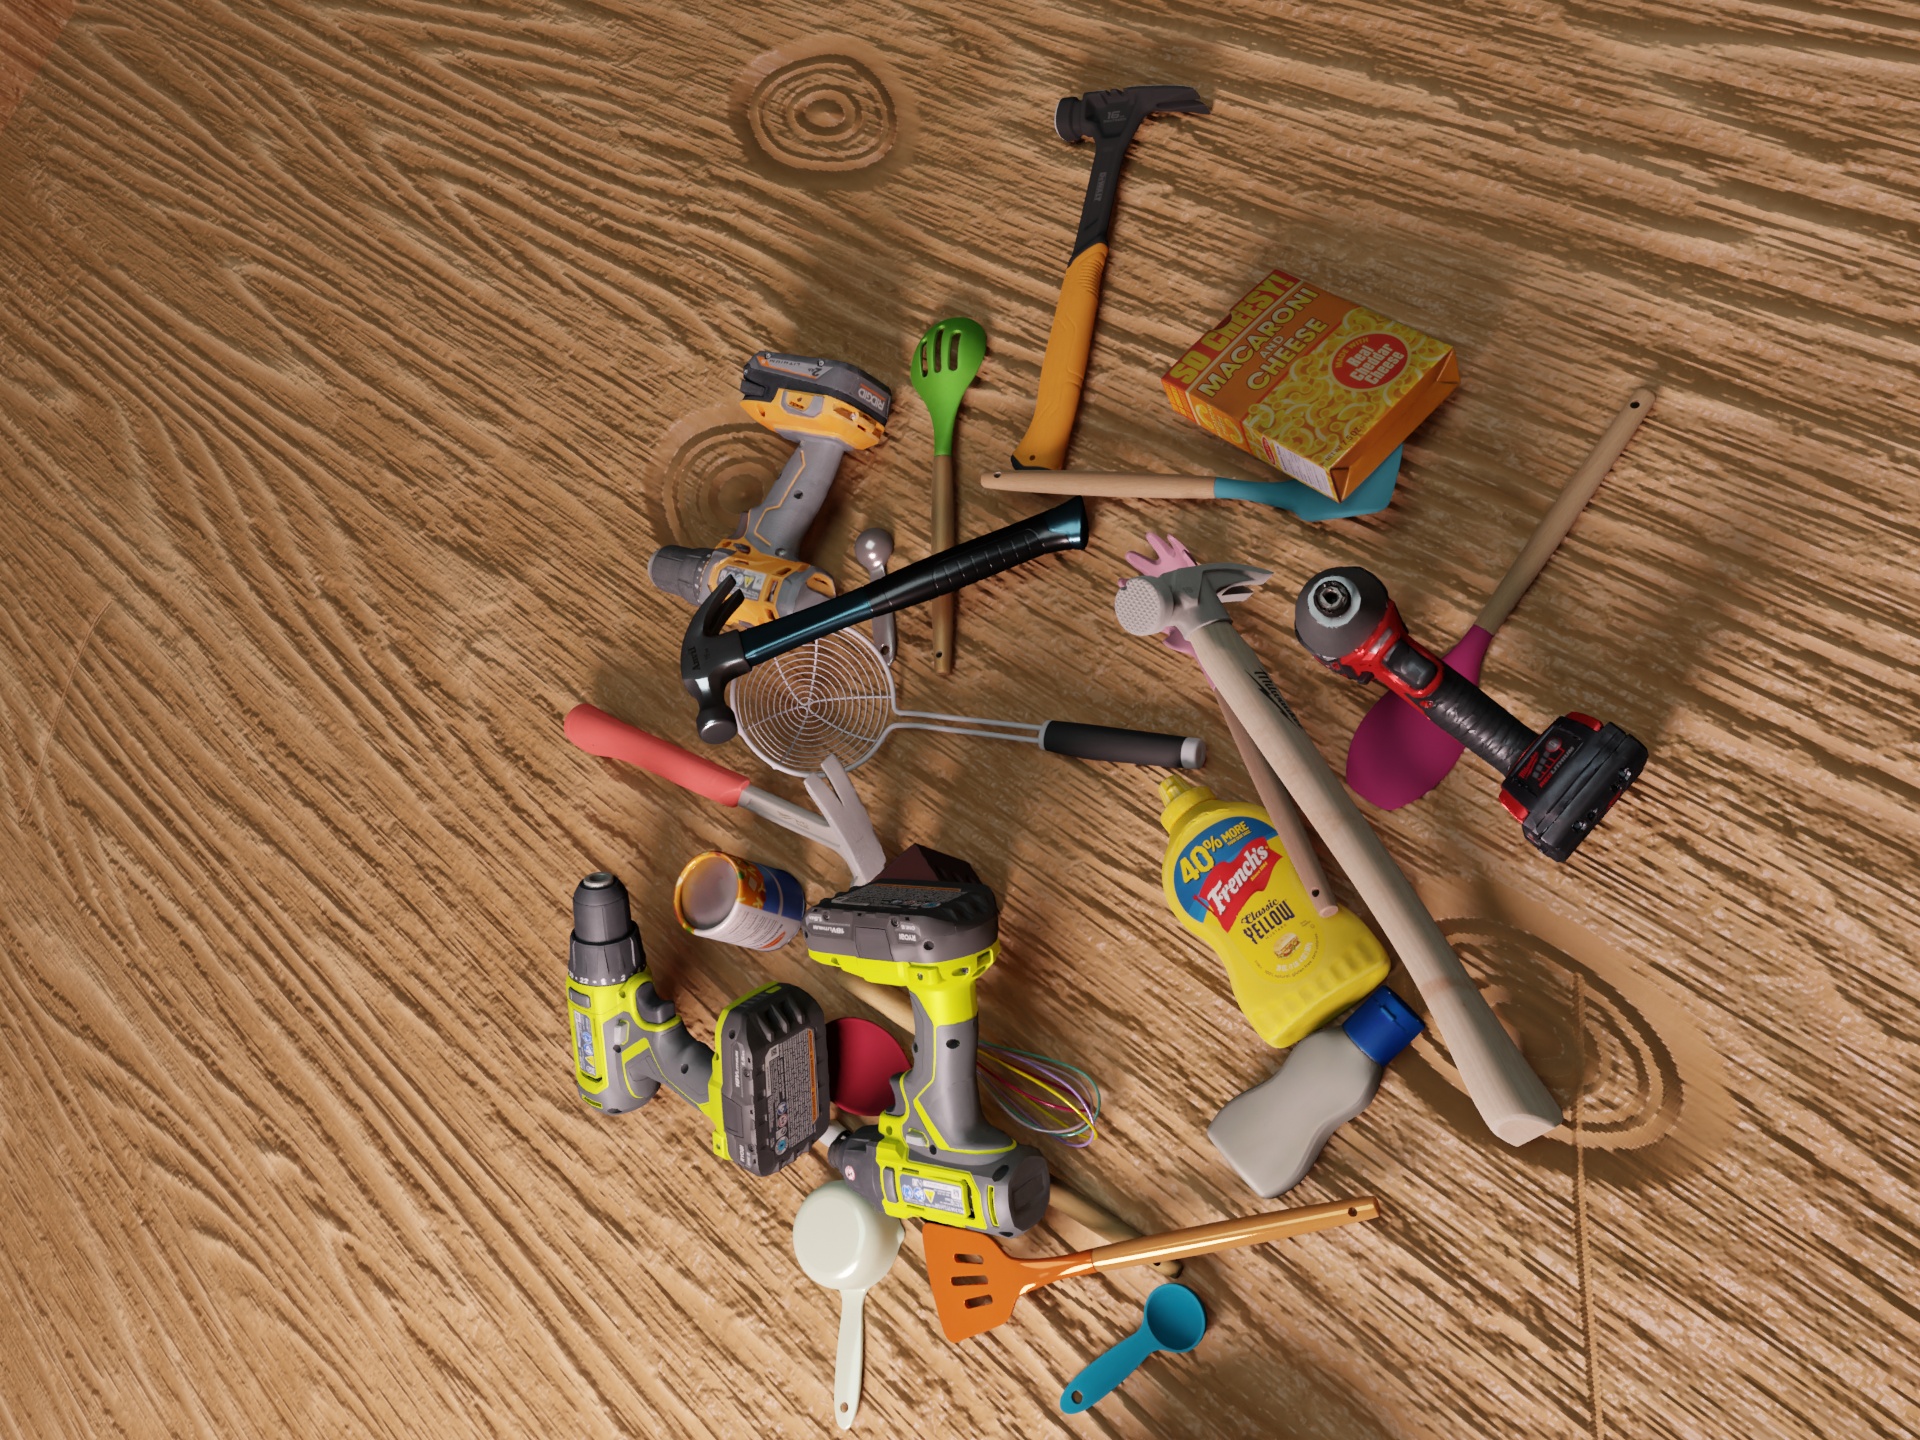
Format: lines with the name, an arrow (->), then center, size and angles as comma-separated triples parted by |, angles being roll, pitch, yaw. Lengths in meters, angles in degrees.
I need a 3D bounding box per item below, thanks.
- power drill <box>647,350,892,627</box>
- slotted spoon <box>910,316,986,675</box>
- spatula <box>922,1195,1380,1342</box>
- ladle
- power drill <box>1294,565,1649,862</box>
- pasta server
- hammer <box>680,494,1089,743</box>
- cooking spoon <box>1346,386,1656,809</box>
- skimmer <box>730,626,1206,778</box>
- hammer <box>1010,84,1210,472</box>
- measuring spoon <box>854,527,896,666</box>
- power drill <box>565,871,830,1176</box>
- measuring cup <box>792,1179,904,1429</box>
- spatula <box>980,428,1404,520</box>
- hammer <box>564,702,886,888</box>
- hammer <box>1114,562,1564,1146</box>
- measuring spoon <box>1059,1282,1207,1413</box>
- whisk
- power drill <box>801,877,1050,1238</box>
power drill -> -0.166, -0.189, 1.334 | 0.185, 0.084, 0.226 | 15, 87, 34
slotted spoon -> -0.012, -0.187, 1.275 | 0.070, 0.031, 0.314 | -8, 72, 27
spatula -> 0.112, 0.339, 1.021 | 0.322, 0.041, 0.081 | -19, 77, 22
ladle -> 0.019, 0.297, 1.104 | 0.316, 0.031, 0.069 | 25, 98, 31
power drill -> 0.297, -0.014, 0.962 | 0.220, 0.143, 0.078 | 41, 97, 21
pasta server -> 0.182, -0.004, 1.072 | 0.060, 0.040, 0.317 | -43, 47, 29
hammer -> -0.056, -0.094, 1.204 | 0.331, 0.033, 0.128 | -21, 57, 1
cooking spoon -> 0.355, -0.081, 1.037 | 0.069, 0.017, 0.319 | 36, 95, 33
skimmer -> -0.002, -0.004, 1.172 | 0.363, 0.090, 0.127 | 7, 75, 31
hammer -> 0.103, -0.344, 1.254 | 0.127, 0.034, 0.337 | 7, 78, 32
measuring spoon -> -0.068, -0.101, 1.283 | 0.034, 0.018, 0.124 | -17, 68, 24
power drill -> -0.207, 0.224, 1.178 | 0.229, 0.080, 0.190 | 14, 114, 36
measuring cup -> -0.085, 0.409, 1.120 | 0.083, 0.038, 0.168 | -9, 68, 27
spatula -> 0.159, -0.178, 1.151 | 0.317, 0.044, 0.082 | 5, 62, 24
hammer -> -0.201, 0.041, 1.261 | 0.359, 0.149, 0.037 | 20, 55, 39
hammer -> 0.250, 0.071, 1.003 | 0.038, 0.146, 0.411 | -45, 68, 39
measuring spoon -> 0.112, 0.408, 1.026 | 0.128, 0.021, 0.042 | -47, 62, 20
whisk -> 0.002, 0.229, 1.127 | 0.245, 0.047, 0.051 | 25, 89, 36
power drill -> -0.033, 0.225, 1.068 | 0.171, 0.080, 0.223 | -1, 100, 38
